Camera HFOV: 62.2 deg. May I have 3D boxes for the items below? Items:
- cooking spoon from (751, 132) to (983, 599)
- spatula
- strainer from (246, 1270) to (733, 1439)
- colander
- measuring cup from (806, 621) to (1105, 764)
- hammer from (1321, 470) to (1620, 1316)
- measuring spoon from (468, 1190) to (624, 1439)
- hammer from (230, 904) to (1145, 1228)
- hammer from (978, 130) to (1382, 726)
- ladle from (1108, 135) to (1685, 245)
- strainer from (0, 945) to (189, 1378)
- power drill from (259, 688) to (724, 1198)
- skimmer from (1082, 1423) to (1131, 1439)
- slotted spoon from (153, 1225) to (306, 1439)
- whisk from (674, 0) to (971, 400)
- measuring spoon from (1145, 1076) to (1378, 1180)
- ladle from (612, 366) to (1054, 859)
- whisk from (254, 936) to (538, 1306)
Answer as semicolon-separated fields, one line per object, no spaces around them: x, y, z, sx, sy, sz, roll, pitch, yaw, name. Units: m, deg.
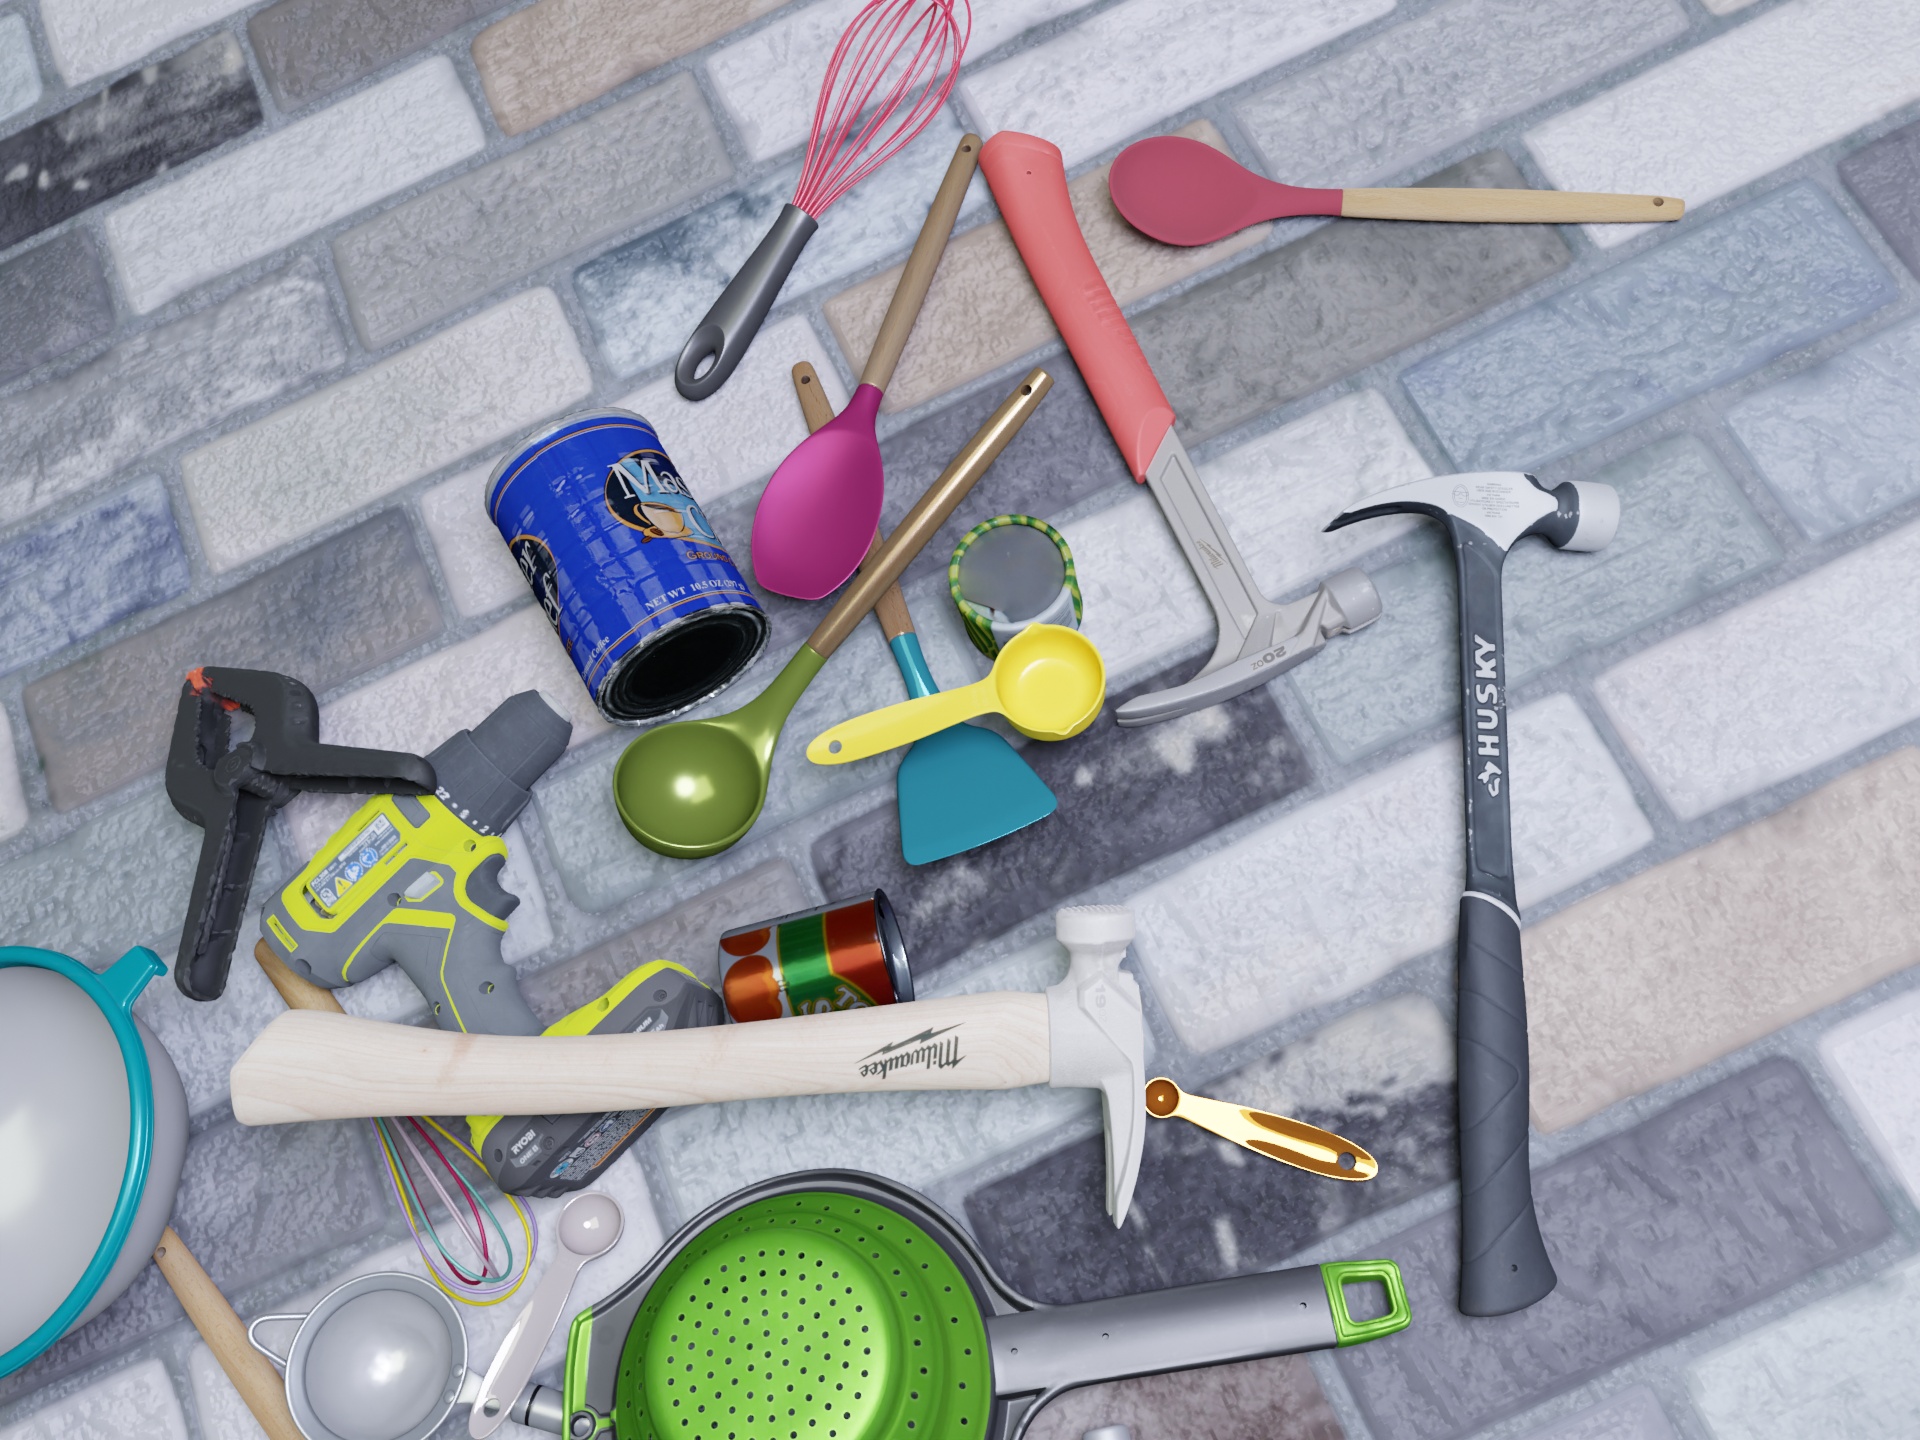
-0.042;-0.208;0.902;0.069;0.017;0.319;15;70;13;cooking spoon
-0.039;-0.071;0.864;0.082;0.044;0.318;-21;70;-1;spatula
-0.218;0.331;0.772;0.258;0.050;0.087;13;64;7;strainer
0.005;0.278;0.706;0.397;0.094;0.205;-10;58;2;colander
-0.001;-0.003;0.807;0.156;0.029;0.062;-17;70;6;measuring cup
0.251;0.071;0.767;0.149;0.036;0.409;5;76;-7;hammer
-0.202;0.290;0.777;0.034;0.018;0.124;18;58;16;measuring spoon
-0.119;0.168;0.732;0.410;0.038;0.146;-2;87;-4;hammer
0.084;-0.176;0.880;0.149;0.036;0.359;-24;72;1;hammer
0.242;-0.293;0.896;0.315;0.031;0.069;4;77;8;ladle
-0.465;0.287;0.792;0.211;0.095;0.341;-10;71;15;strainer
-0.230;0.109;0.823;0.190;0.080;0.229;-45;69;-5;power drill
0.105;0.498;0.676;0.127;0.090;0.364;-15;61;4;skimmer
-0.314;0.369;0.783;0.070;0.031;0.314;-45;70;-6;slotted spoon
-0.084;-0.315;0.941;0.073;0.073;0.296;31;87;16;whisk
0.144;0.199;0.772;0.117;0.011;0.021;17;77;10;measuring spoon
-0.061;-0.058;0.821;0.078;0.062;0.320;41;95;14;ladle
-0.301;0.201;0.821;0.245;0.051;0.047;44;111;23;whisk
